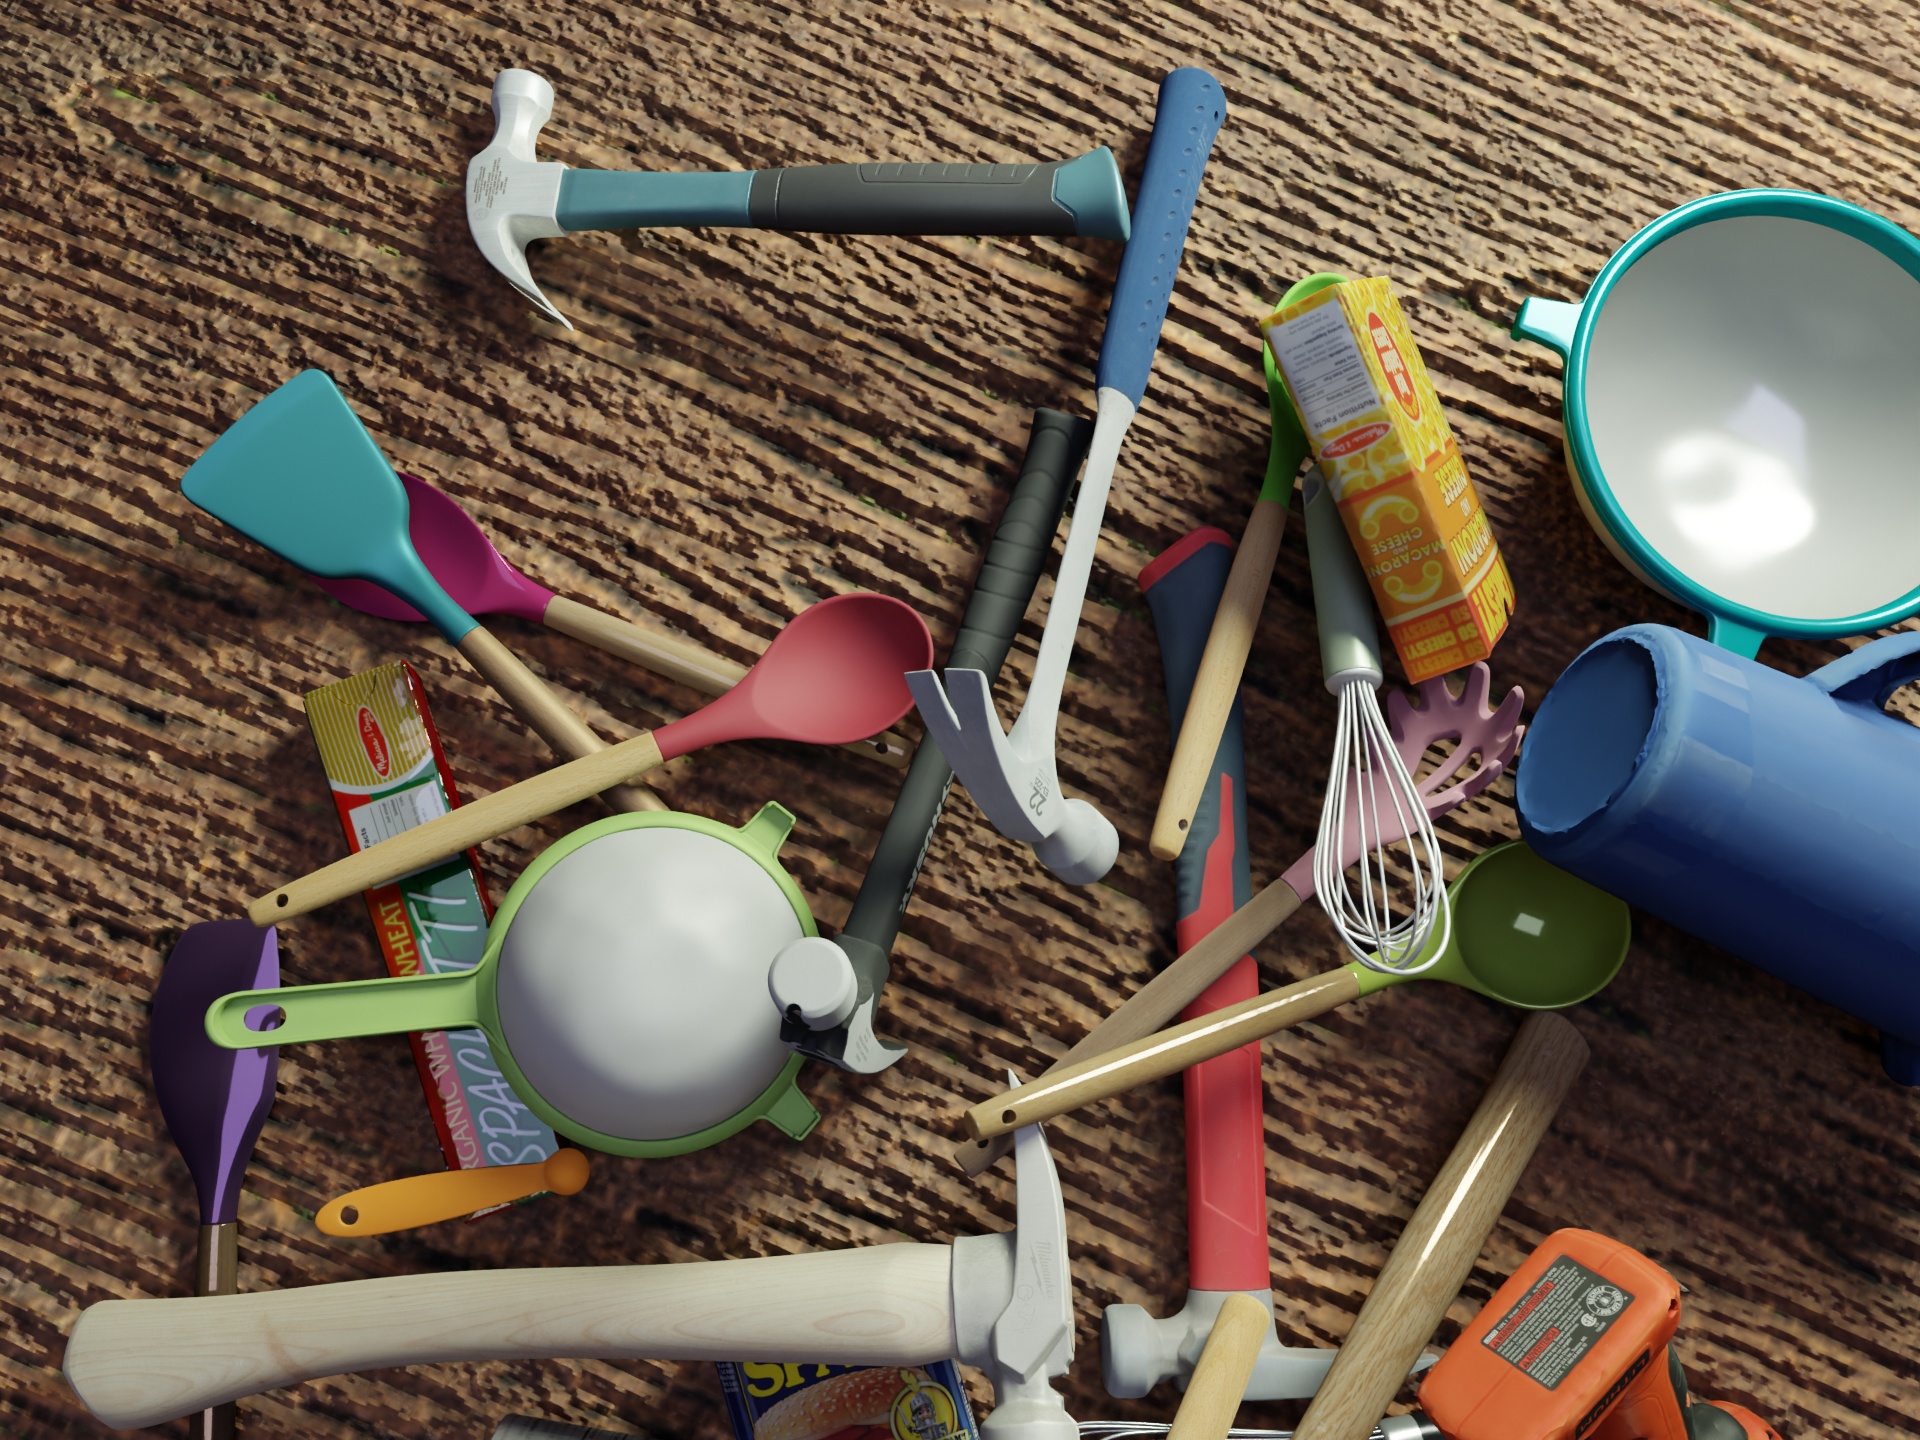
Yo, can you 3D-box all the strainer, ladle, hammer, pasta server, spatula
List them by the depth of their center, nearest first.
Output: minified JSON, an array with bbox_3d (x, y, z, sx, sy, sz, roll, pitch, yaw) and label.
[{"bbox_3d":[0.176,0.246,0.641,0.331,0.031,0.130,-45,109,-31],"label":"hammer"},{"bbox_3d":[-0.161,0.230,0.643,0.410,0.038,0.146,-6,65,6],"label":"hammer"},{"bbox_3d":[-0.178,0.113,0.661,0.256,0.069,0.151,-3,81,-17],"label":"strainer"},{"bbox_3d":[0.149,0.118,0.665,0.320,0.062,0.078,-14,90,-25],"label":"ladle"},{"bbox_3d":[0.121,0.087,0.687,0.316,0.040,0.060,-38,51,-9],"label":"pasta server"},{"bbox_3d":[-0.324,0.244,0.687,0.060,0.018,0.316,-5,77,2],"label":"spatula"},{"bbox_3d":[-0.158,0.023,0.705,0.315,0.031,0.069,-23,74,-12],"label":"ladle"},{"bbox_3d":[-0.001,-0.002,0.712,0.035,0.146,0.335,16,66,12],"label":"hammer"},{"bbox_3d":[0.131,0.100,0.723,0.143,0.038,0.386,0,78,-3],"label":"hammer"},{"bbox_3d":[-0.209,-0.020,0.724,0.317,0.044,0.082,44,79,1],"label":"spatula"},{"bbox_3d":[0.067,-0.139,0.724,0.035,0.143,0.406,0,63,32],"label":"hammer"},{"bbox_3d":[-0.083,-0.248,0.752,0.331,0.033,0.128,5,78,15],"label":"hammer"},{"bbox_3d":[0.427,-0.160,0.761,0.340,0.095,0.211,-25,83,-9],"label":"strainer"}]

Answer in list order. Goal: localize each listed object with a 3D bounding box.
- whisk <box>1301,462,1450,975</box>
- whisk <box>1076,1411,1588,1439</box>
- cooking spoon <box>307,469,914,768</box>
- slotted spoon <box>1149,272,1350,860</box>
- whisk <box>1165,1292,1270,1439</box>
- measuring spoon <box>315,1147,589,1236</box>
[{"bbox_3d":[0.170,-0.009,0.680,0.059,0.057,0.247,10,61,-18],"label":"whisk"},{"bbox_3d":[0.155,0.313,0.673,0.284,0.070,0.070,-7,79,-9],"label":"whisk"},{"bbox_3d":[-0.171,-0.042,0.753,0.319,0.017,0.069,22,92,3],"label":"cooking spoon"},{"bbox_3d":[0.135,-0.078,0.734,0.070,0.031,0.314,34,63,-29],"label":"slotted spoon"},{"bbox_3d":[0.065,0.328,0.596,0.047,0.051,0.245,44,53,-14],"label":"whisk"},{"bbox_3d":[-0.216,0.201,0.673,0.117,0.011,0.021,-11,80,-3],"label":"measuring spoon"}]
